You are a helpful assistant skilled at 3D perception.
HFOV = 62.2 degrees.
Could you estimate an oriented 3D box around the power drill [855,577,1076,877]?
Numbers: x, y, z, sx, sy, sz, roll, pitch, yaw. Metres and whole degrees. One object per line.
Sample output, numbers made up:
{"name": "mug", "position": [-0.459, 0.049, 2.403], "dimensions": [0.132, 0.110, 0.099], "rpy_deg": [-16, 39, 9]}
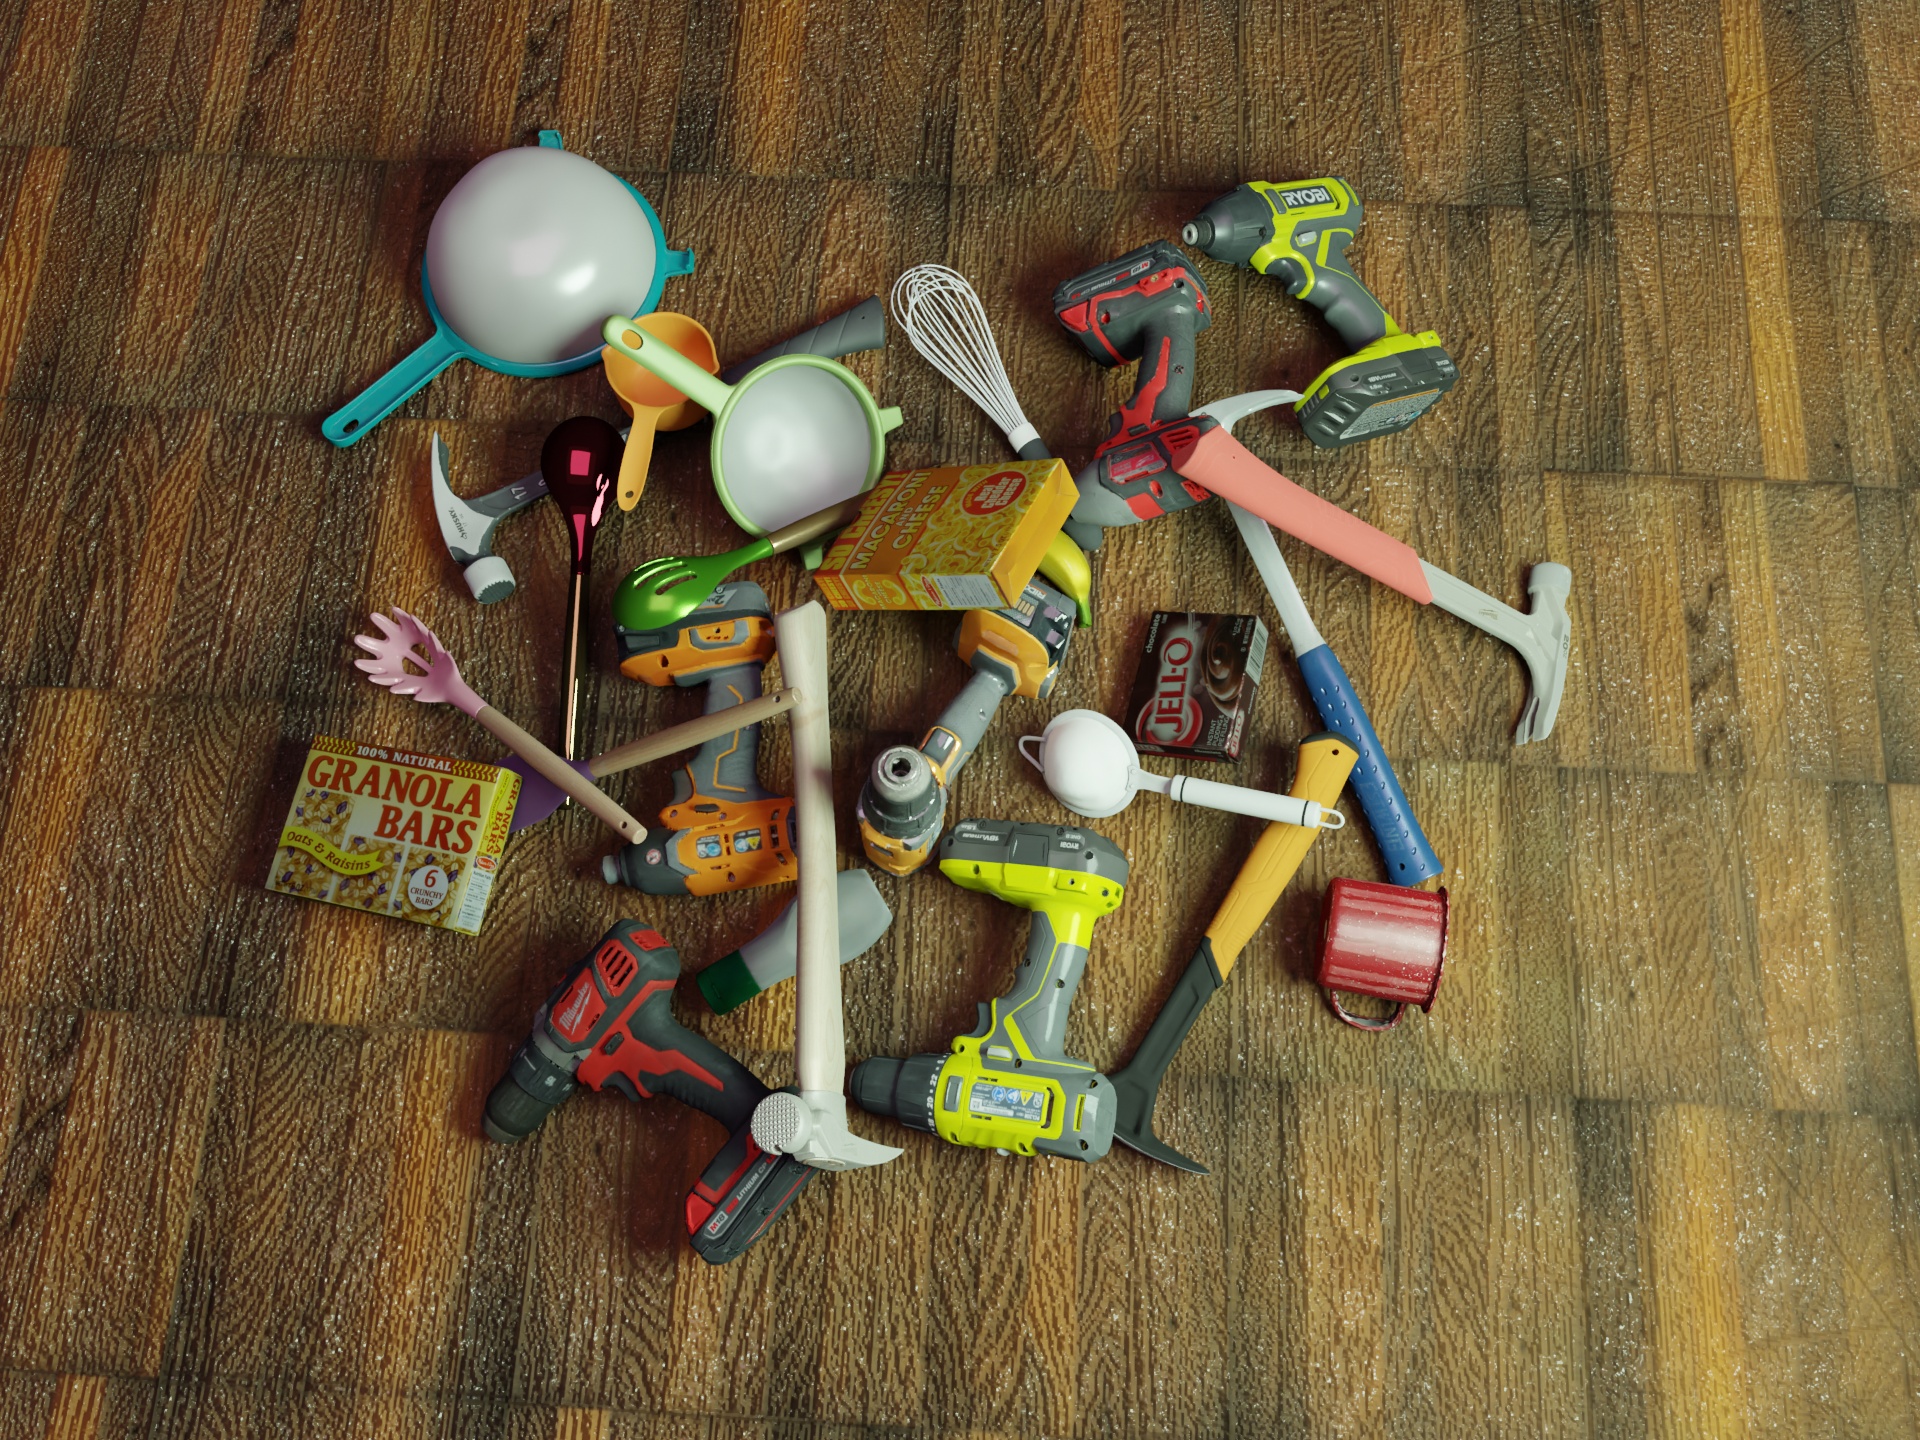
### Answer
{"name": "power drill", "position": [-0.002, -0.004, 1.156], "dimensions": [0.084, 0.185, 0.226], "rpy_deg": [30, 73, 9]}

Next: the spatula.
{"name": "spatula", "position": [-0.248, 0.026, 1.166], "dimensions": [0.316, 0.018, 0.060], "rpy_deg": [-18, 72, 25]}

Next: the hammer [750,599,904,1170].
{"name": "hammer", "position": [-0.098, 0.106, 1.125], "dimensions": [0.038, 0.146, 0.411], "rpy_deg": [-15, 63, 22]}

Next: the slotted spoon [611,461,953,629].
{"name": "slotted spoon", "position": [-0.129, -0.145, 1.226], "dimensions": [0.314, 0.031, 0.070], "rpy_deg": [-28, 48, -30]}

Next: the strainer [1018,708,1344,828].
{"name": "strainer", "position": [0.153, 0.048, 1.170], "dimensions": [0.258, 0.050, 0.086], "rpy_deg": [11, 114, 22]}

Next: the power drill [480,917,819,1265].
{"name": "power drill", "position": [-0.218, 0.277, 1.122], "dimensions": [0.227, 0.080, 0.188], "rpy_deg": [41, 96, 13]}

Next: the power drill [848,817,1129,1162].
{"name": "power drill", "position": [0.025, 0.191, 1.141], "dimensions": [0.190, 0.080, 0.229], "rpy_deg": [4, 72, 23]}

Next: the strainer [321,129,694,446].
{"name": "strainer", "position": [-0.402, -0.358, 1.313], "dimensions": [0.211, 0.095, 0.340], "rpy_deg": [43, 77, 12]}

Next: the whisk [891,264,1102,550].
{"name": "whisk", "position": [0.035, -0.257, 1.298], "dimensions": [0.070, 0.070, 0.285], "rpy_deg": [-31, 81, -8]}

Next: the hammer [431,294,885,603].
{"name": "hammer", "position": [-0.243, -0.250, 1.311], "dimensions": [0.409, 0.036, 0.149], "rpy_deg": [-28, 74, -8]}

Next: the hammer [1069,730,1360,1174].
{"name": "hammer", "position": [0.203, 0.159, 1.159], "dimensions": [0.127, 0.034, 0.337], "rpy_deg": [30, 83, 10]}

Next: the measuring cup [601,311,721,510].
{"name": "measuring cup", "position": [-0.242, -0.236, 1.262], "dimensions": [0.095, 0.052, 0.174], "rpy_deg": [8, 73, 4]}

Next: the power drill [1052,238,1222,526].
{"name": "power drill", "position": [0.135, -0.254, 1.247], "dimensions": [0.143, 0.078, 0.220], "rpy_deg": [-17, 60, 28]}

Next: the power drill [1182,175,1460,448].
{"name": "power drill", "position": [0.287, -0.337, 1.285], "dimensions": [0.171, 0.080, 0.223], "rpy_deg": [-17, 72, -29]}

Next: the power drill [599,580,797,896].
{"name": "power drill", "position": [-0.202, 0.021, 1.206], "dimensions": [0.164, 0.084, 0.227], "rpy_deg": [-11, 77, 0]}

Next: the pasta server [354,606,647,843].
{"name": "pasta server", "position": [-0.346, 0.006, 1.192], "dimensions": [0.316, 0.040, 0.060], "rpy_deg": [33, 87, 28]}

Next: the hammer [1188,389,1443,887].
{"name": "hammer", "position": [0.270, -0.065, 1.222], "dimensions": [0.144, 0.035, 0.406], "rpy_deg": [-29, 77, 31]}

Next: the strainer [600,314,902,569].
{"name": "strainer", "position": [-0.178, -0.239, 1.236], "dimensions": [0.256, 0.069, 0.151], "rpy_deg": [30, 88, -35]}

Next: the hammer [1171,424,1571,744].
{"name": "hammer", "position": [0.310, -0.114, 1.181], "dimensions": [0.358, 0.037, 0.149], "rpy_deg": [24, 69, -20]}

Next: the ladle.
{"name": "ladle", "position": [-0.300, -0.088, 1.243], "dimensions": [0.069, 0.031, 0.315], "rpy_deg": [3, 84, -10]}
